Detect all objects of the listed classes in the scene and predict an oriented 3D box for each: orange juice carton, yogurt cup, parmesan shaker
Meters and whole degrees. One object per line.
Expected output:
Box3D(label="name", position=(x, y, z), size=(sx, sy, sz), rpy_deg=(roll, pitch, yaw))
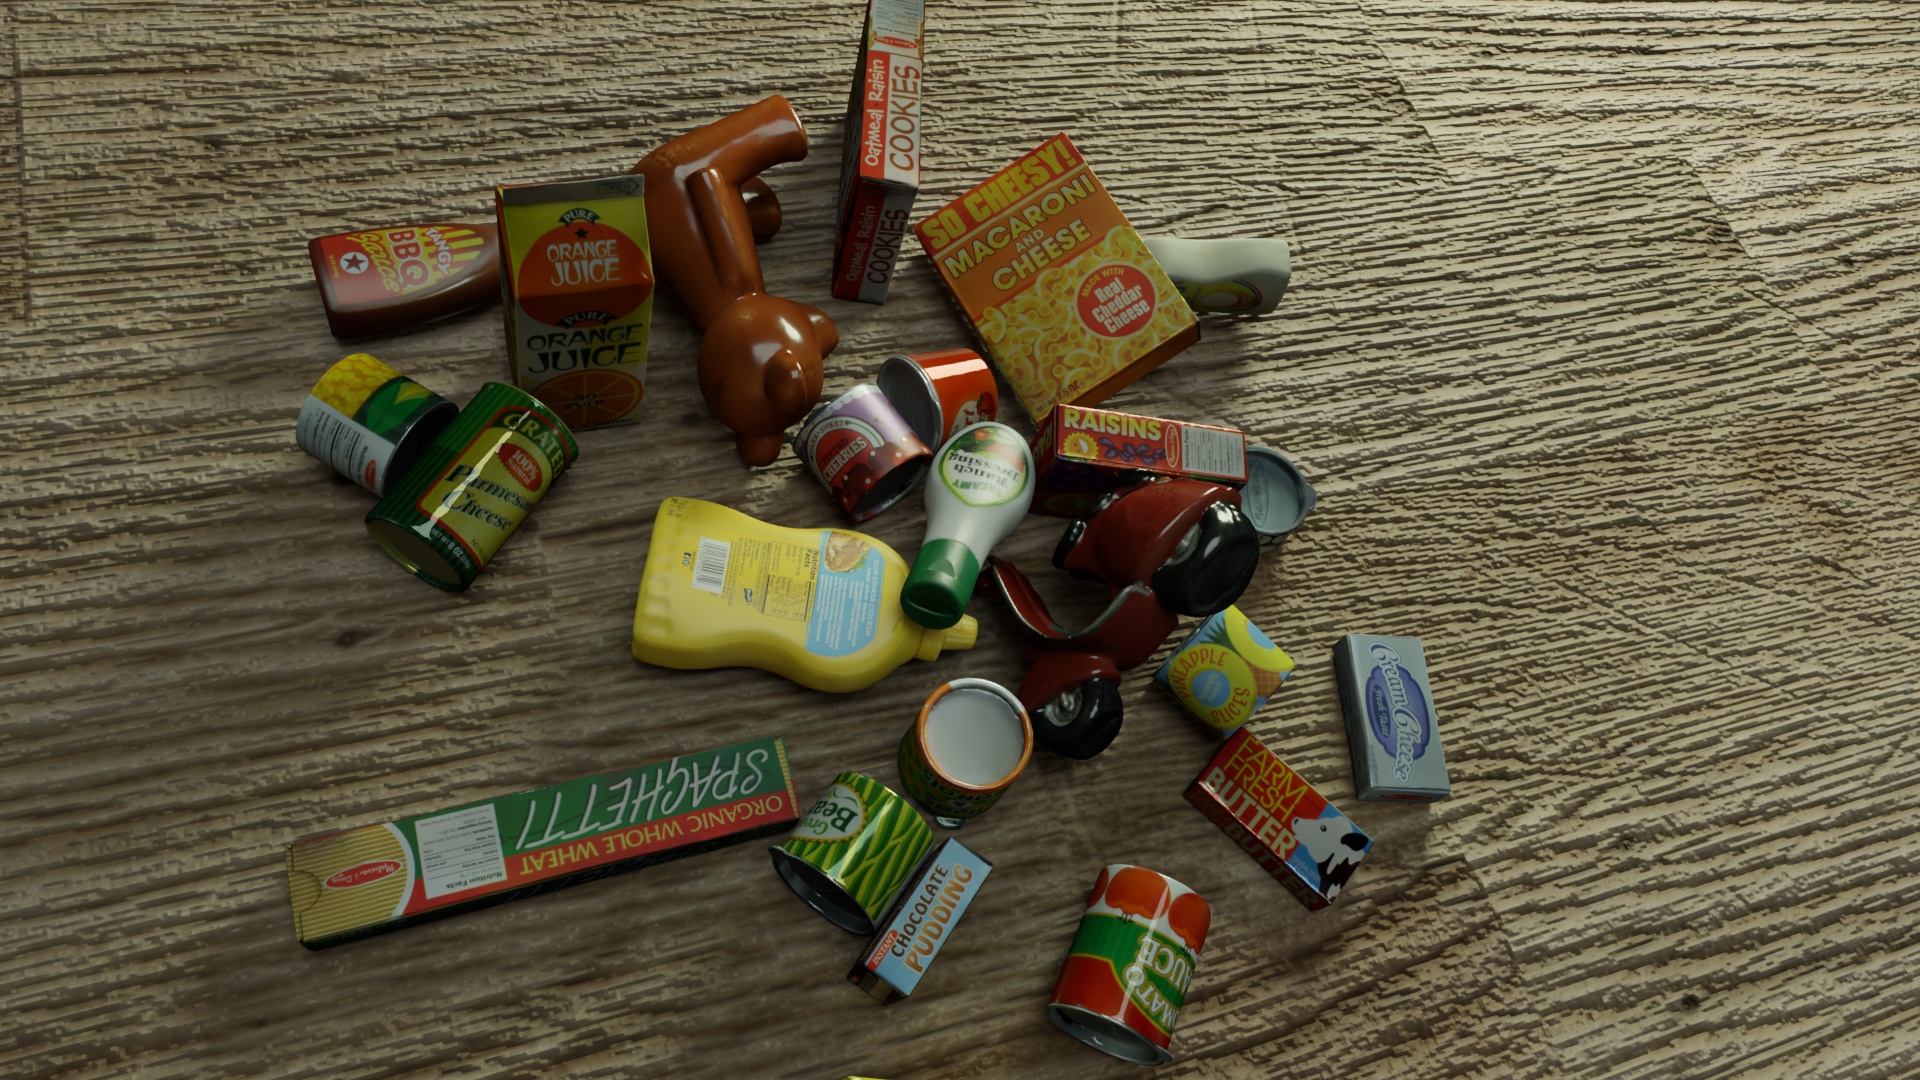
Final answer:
Box3D(label="orange juice carton", position=(-0.216, -0.138, 0.773), size=(0.072, 0.191, 0.073), rpy_deg=(-10, 68, -20))
Box3D(label="yogurt cup", position=(-0.013, -0.089, 0.877), size=(0.054, 0.072, 0.072), rpy_deg=(-20, 70, -32))
Box3D(label="parmesan shaker", position=(-0.270, -0.028, 0.777), size=(0.071, 0.071, 0.103), rpy_deg=(30, 61, 2))

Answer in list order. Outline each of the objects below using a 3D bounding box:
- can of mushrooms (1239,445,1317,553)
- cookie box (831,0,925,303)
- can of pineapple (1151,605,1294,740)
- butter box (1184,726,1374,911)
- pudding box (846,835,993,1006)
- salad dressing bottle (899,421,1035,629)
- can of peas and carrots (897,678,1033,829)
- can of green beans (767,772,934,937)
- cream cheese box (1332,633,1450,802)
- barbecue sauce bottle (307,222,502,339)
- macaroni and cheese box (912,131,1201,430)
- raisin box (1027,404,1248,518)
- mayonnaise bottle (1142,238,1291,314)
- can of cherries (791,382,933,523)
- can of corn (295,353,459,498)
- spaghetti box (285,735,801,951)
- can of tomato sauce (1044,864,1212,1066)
Box3D(label="can of mushrooms", position=(0.196, -0.026, 0.916), size=(0.071, 0.033, 0.071), rpy_deg=(6, 62, -12))
Box3D(label="cookie box", position=(-0.055, -0.260, 0.918), size=(0.040, 0.122, 0.168), rpy_deg=(7, 62, -10))
Box3D(label="can of pineapple", position=(0.157, 0.078, 0.832), size=(0.058, 0.070, 0.071), rpy_deg=(44, 61, 9))
Box3D(label="butter box", position=(0.188, 0.164, 0.822), size=(0.103, 0.024, 0.053), rpy_deg=(42, 60, 8))
Box3D(label="pudding box", position=(-0.021, 0.201, 0.733), size=(0.030, 0.049, 0.084), rpy_deg=(37, 61, 3))
Box3D(label="salad dressing bottle", position=(0.003, -0.010, 0.806), size=(0.064, 0.043, 0.148), rpy_deg=(18, 42, 3))
Box3D(label="can of peas and carrots", position=(0.002, 0.119, 0.776), size=(0.071, 0.058, 0.071), rpy_deg=(6, 62, -11))
Box3D(label="can of green beans", position=(-0.056, 0.165, 0.732), size=(0.071, 0.071, 0.058), rpy_deg=(36, 60, 5))
Box3D(label="cream cheese box", position=(0.269, 0.110, 0.870), size=(0.053, 0.024, 0.104), rpy_deg=(5, 63, -13))
Box3D(label="barbecue sauce bottle", position=(-0.312, -0.166, 0.848), size=(0.149, 0.043, 0.065), rpy_deg=(-16, 68, -22))
Box3D(label="macaroni and cheese box", position=(0.062, -0.171, 0.925), size=(0.124, 0.040, 0.167), rpy_deg=(-32, 72, 2))
Box3D(label="raisin box", position=(0.105, -0.042, 0.870), size=(0.123, 0.085, 0.040), rpy_deg=(8, 67, -11))
Box3D(label="mayonnaise bottle", position=(0.151, -0.184, 0.970), size=(0.148, 0.064, 0.041), rpy_deg=(0, 70, -4))
Box3D(label="can of cherries", position=(-0.060, -0.052, 0.841), size=(0.072, 0.071, 0.058), rpy_deg=(-33, 76, -26))
Box3D(label="can of corn", position=(-0.325, -0.065, 0.780), size=(0.058, 0.071, 0.071), rpy_deg=(30, 60, 2))
Box3D(label="spaghetti box", position=(-0.209, 0.154, 0.719), size=(0.251, 0.028, 0.050), rpy_deg=(-11, 67, -19))
Box3D(label="can of tomato sauce", position=(0.092, 0.225, 0.739), size=(0.071, 0.071, 0.083), rpy_deg=(28, 60, 0))
